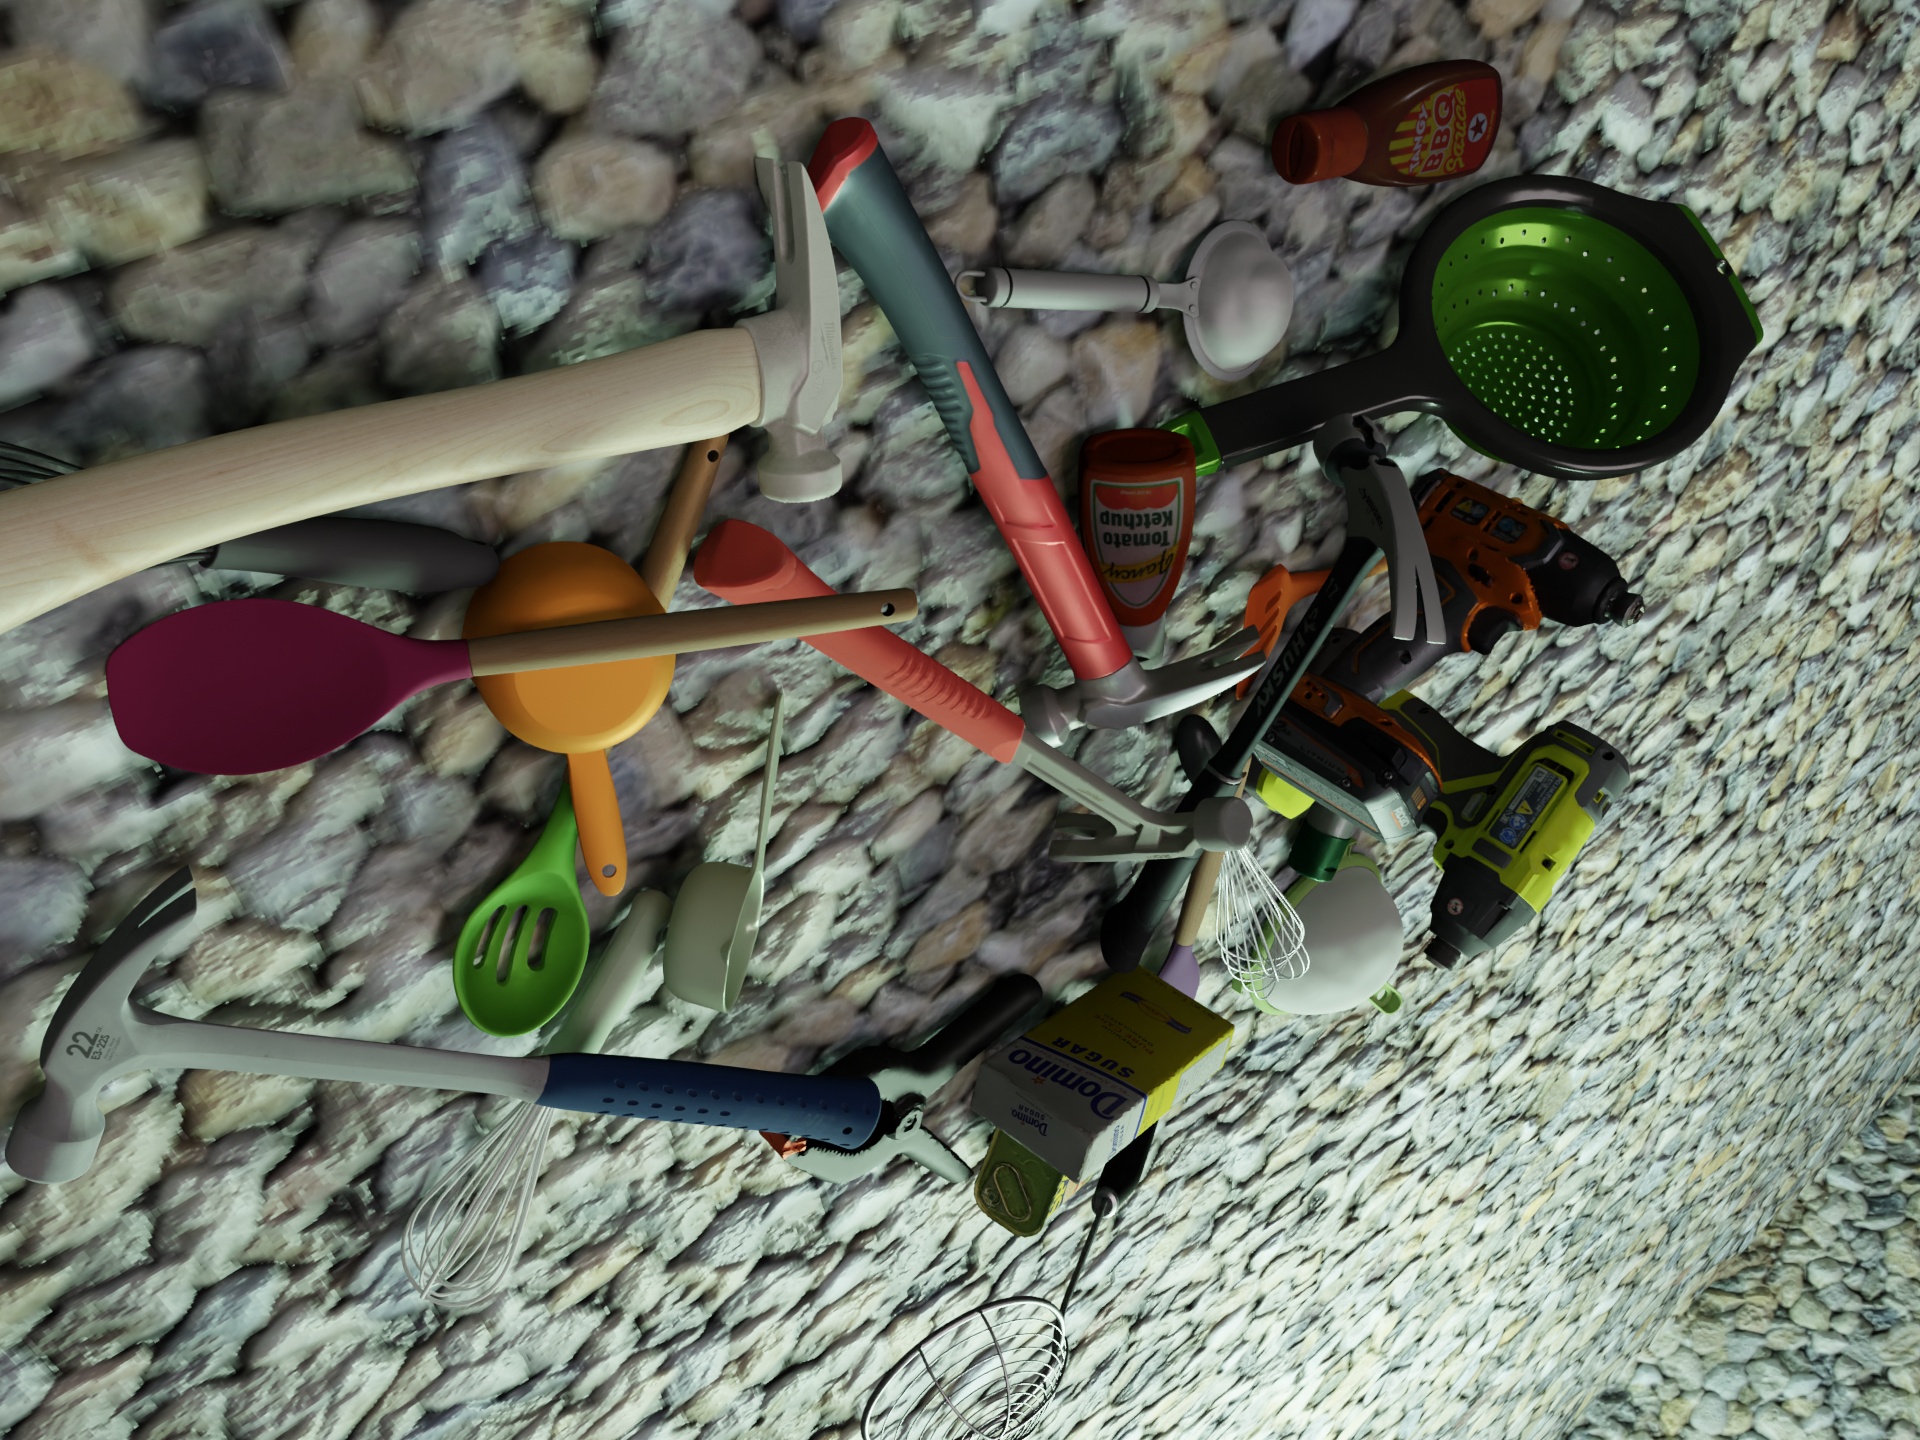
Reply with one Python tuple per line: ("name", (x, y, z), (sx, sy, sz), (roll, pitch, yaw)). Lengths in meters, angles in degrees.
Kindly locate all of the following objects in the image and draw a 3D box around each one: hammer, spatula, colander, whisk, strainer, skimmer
("hammer", (-0.207, -0.108, 0.581), (0.410, 0.038, 0.146), (-25, 124, -39))
("spatula", (0.163, 0.135, 1.110), (0.060, 0.018, 0.315), (-21, 140, -27))
("colander", (0.285, -0.200, 0.971), (0.397, 0.205, 0.094), (-19, 165, -12))
("hammer", (-0.209, 0.166, 0.760), (0.405, 0.035, 0.144), (16, 109, -36))
("whisk", (-0.216, 0.195, 0.824), (0.246, 0.059, 0.058), (-60, 175, 2))
("whisk", (0.194, 0.100, 1.121), (0.070, 0.070, 0.284), (-39, 131, -16))
("strainer", (0.103, -0.222, 0.835), (0.258, 0.050, 0.087), (-8, 106, -35))
("whisk", (-0.280, -0.067, 0.591), (0.238, 0.055, 0.055), (1, 116, -48))
("spatula", (0.288, -0.103, 1.079), (0.322, 0.041, 0.081), (-22, 129, -32))
("skimmer", (0.049, 0.326, 1.000), (0.363, 0.090, 0.127), (-45, 157, -62))
("hammer", (0.037, -0.132, 0.799), (0.143, 0.038, 0.385), (-20, 134, 13))
("hammer", (0.168, 0.023, 0.955), (0.036, 0.149, 0.408), (6, 135, -18))
("strainer", (0.331, 0.208, 1.303), (0.151, 0.069, 0.256), (-52, 137, -2))
("hammer", (-0.001, -0.003, 0.855), (0.358, 0.149, 0.037), (32, 64, -38))

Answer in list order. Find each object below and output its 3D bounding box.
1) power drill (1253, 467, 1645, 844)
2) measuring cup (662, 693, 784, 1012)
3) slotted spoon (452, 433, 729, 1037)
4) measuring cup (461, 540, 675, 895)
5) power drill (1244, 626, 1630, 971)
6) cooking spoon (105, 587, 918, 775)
("power drill", (0.301, -0.039, 0.990), (0.226, 0.164, 0.084), (-51, 142, -5))
("measuring cup", (-0.121, 0.066, 0.823), (0.083, 0.038, 0.167), (-23, 123, -87))
("slotted spoon", (-0.170, 0.007, 0.750), (0.070, 0.031, 0.313), (12, 106, -42))
("measuring cup", (-0.164, 0.009, 0.706), (0.095, 0.052, 0.173), (-14, 113, -20))
("power drill", (0.295, 0.046, 1.047), (0.171, 0.223, 0.080), (-54, 138, 1))
("cooking spoon", (-0.173, -0.028, 0.647), (0.319, 0.017, 0.068), (-8, 100, -13))
